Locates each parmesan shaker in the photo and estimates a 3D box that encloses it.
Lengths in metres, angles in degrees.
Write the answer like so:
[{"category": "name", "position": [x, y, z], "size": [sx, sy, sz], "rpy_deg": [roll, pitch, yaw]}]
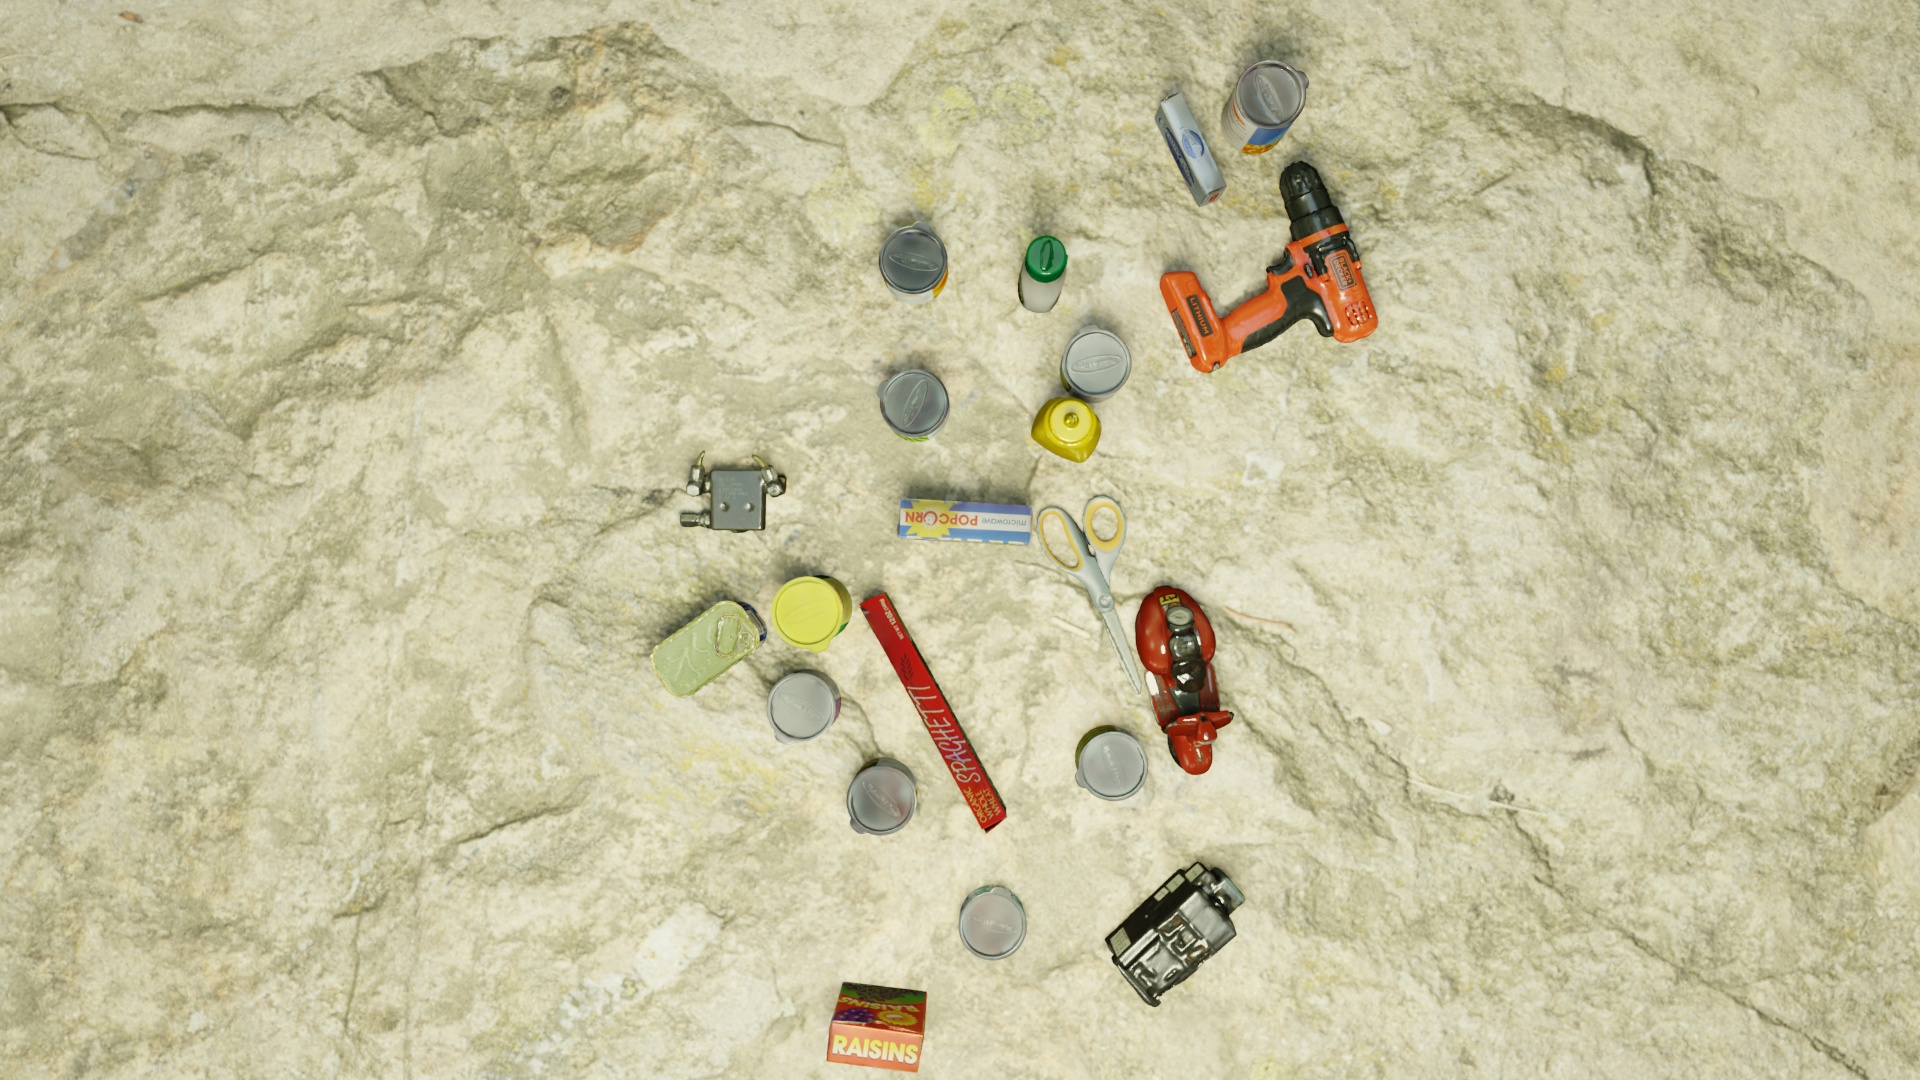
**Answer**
[{"category": "parmesan shaker", "position": [-0.139, 0.069, 1.320], "size": [0.071, 0.103, 0.071], "rpy_deg": [0, 89, 1]}]

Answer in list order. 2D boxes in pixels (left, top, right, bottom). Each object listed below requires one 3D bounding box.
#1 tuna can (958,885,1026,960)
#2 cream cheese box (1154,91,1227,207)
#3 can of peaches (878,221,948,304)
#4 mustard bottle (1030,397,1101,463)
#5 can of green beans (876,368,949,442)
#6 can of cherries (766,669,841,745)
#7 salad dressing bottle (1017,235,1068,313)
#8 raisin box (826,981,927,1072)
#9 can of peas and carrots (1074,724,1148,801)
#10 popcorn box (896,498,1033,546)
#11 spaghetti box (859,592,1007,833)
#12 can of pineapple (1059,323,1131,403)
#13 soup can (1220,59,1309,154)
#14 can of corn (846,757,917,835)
[{"category": "tuna can", "position": [0.032, 0.367, 1.347], "size": [0.071, 0.033, 0.071], "rpy_deg": [0, 89, 0]}, {"category": "cream cheese box", "position": [0.223, -0.379, 1.353], "size": [0.024, 0.053, 0.104], "rpy_deg": [-26, 89, 0]}, {"category": "can of peaches", "position": [-0.044, -0.269, 1.350], "size": [0.071, 0.058, 0.071], "rpy_deg": [0, 89, 1]}, {"category": "mustard bottle", "position": [0.101, -0.106, 1.294], "size": [0.065, 0.160, 0.049], "rpy_deg": [27, 90, 1]}, {"category": "can of green beans", "position": [-0.043, -0.130, 1.347], "size": [0.071, 0.058, 0.071], "rpy_deg": [0, 89, 1]}, {"category": "can of cherries", "position": [-0.152, 0.161, 1.340], "size": [0.071, 0.058, 0.071], "rpy_deg": [0, 89, 1]}, {"category": "salad dressing bottle", "position": [0.078, -0.253, 1.304], "size": [0.044, 0.147, 0.064], "rpy_deg": [9, 89, 1]}, {"category": "raisin box", "position": [-0.076, 0.453, 1.300], "size": [0.086, 0.123, 0.040], "rpy_deg": [8, 89, 1]}, {"category": "can of peas and carrots", "position": [0.142, 0.214, 1.337], "size": [0.071, 0.058, 0.071], "rpy_deg": [0, 89, 1]}, {"category": "popcorn box", "position": [0.005, -0.017, 1.330], "size": [0.127, 0.085, 0.038], "rpy_deg": [3, 89, 1]}, {"category": "spaghetti box", "position": [-0.025, 0.164, 1.344], "size": [0.029, 0.050, 0.250], "rpy_deg": [-29, 89, 0]}, {"category": "can of pineapple", "position": [0.130, -0.170, 1.347], "size": [0.071, 0.058, 0.071], "rpy_deg": [0, 89, 1]}, {"category": "soup can", "position": [0.293, -0.417, 1.339], "size": [0.071, 0.084, 0.071], "rpy_deg": [0, 89, 1]}, {"category": "can of corn", "position": [-0.076, 0.248, 1.338], "size": [0.071, 0.058, 0.071], "rpy_deg": [0, 89, 1]}]
